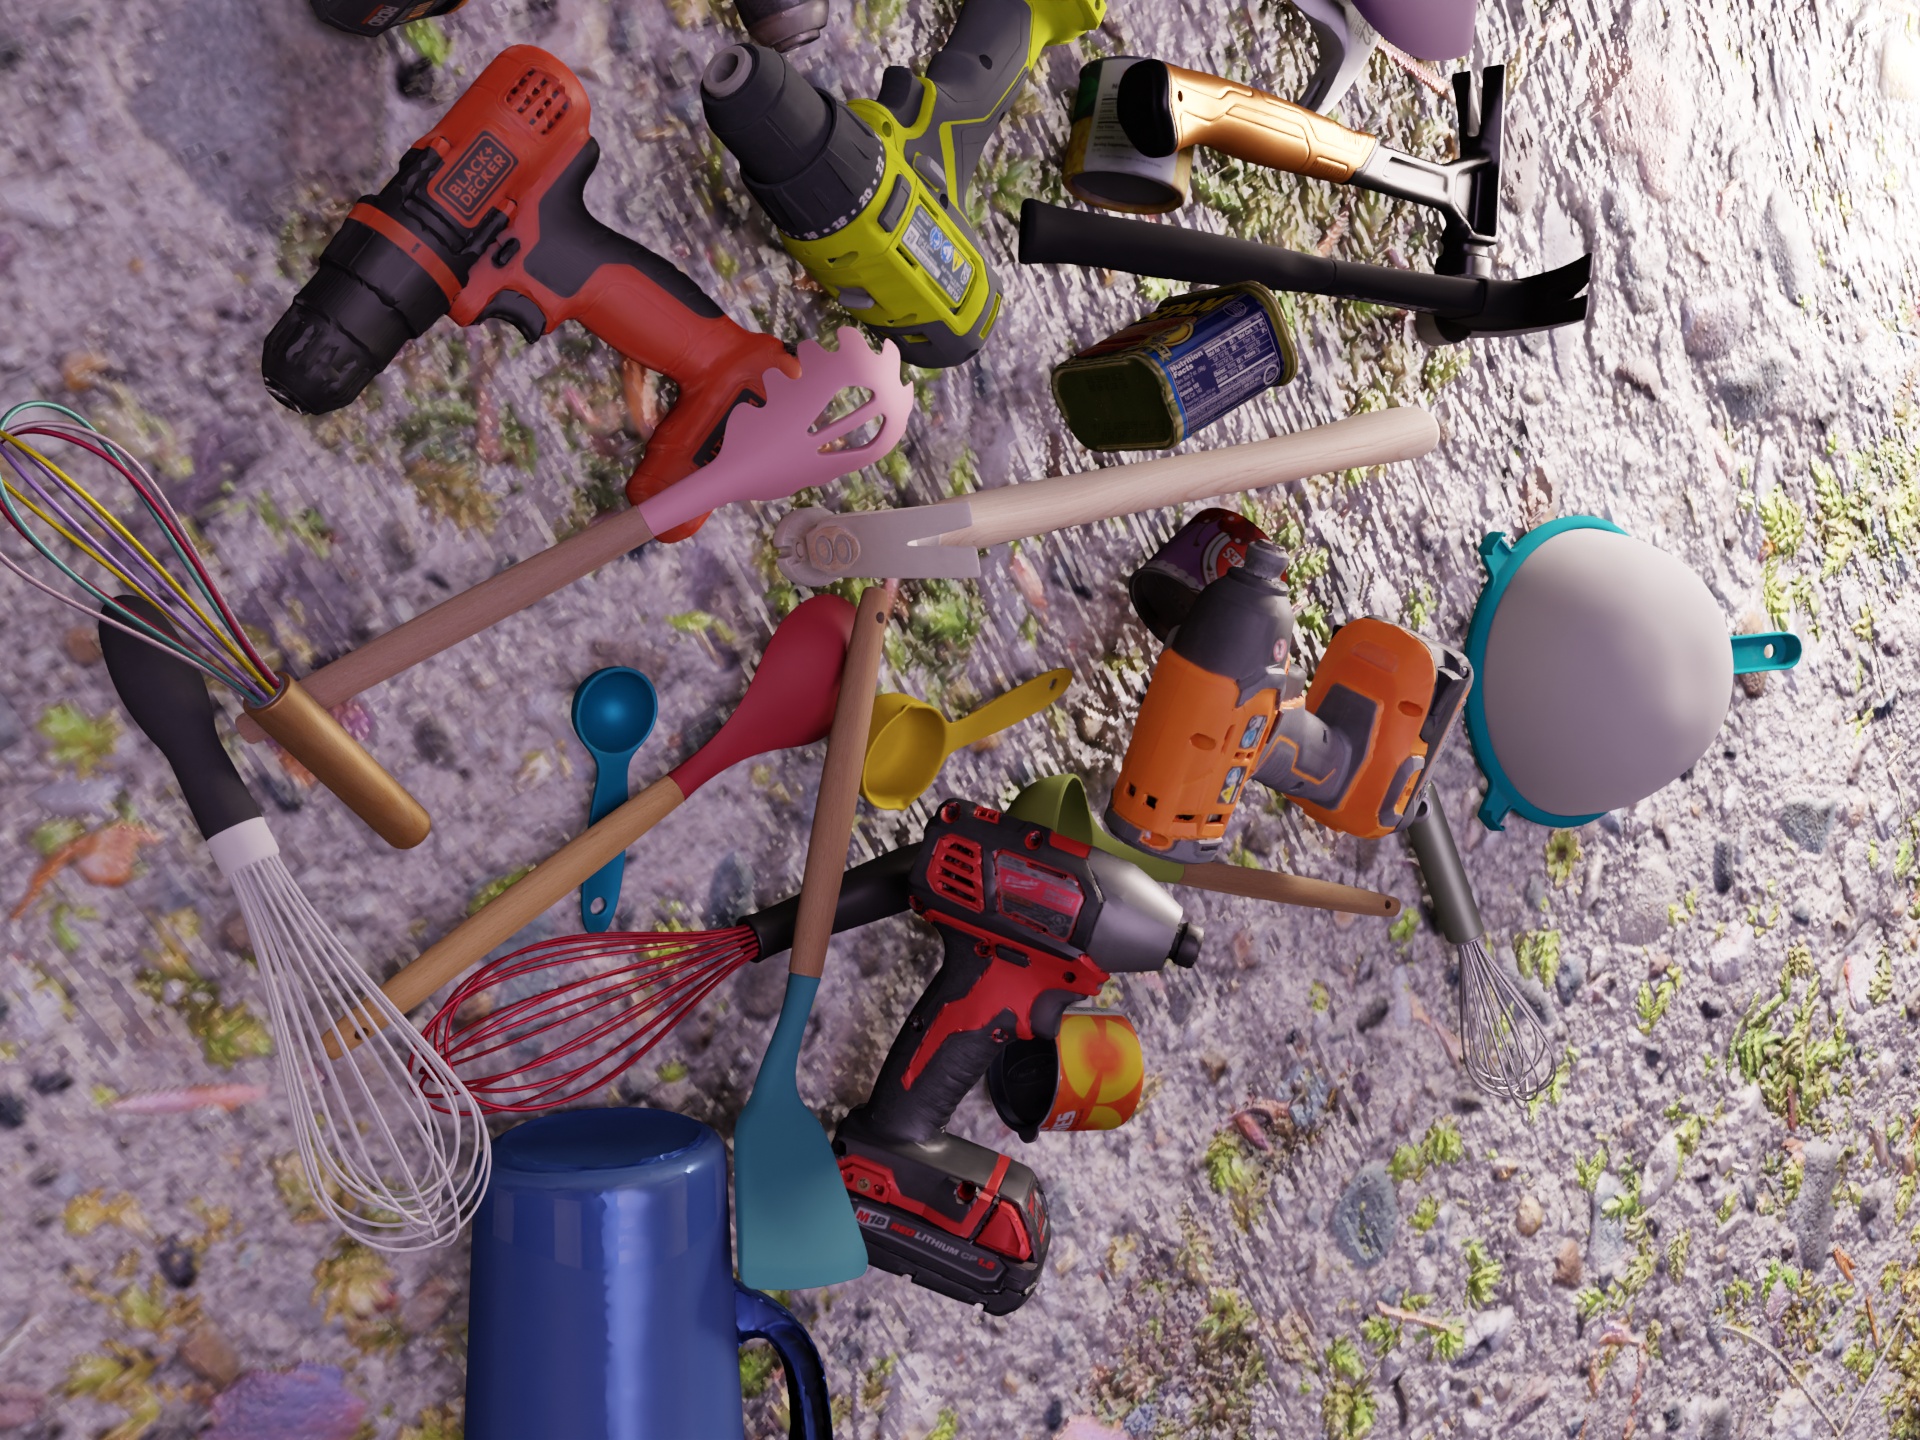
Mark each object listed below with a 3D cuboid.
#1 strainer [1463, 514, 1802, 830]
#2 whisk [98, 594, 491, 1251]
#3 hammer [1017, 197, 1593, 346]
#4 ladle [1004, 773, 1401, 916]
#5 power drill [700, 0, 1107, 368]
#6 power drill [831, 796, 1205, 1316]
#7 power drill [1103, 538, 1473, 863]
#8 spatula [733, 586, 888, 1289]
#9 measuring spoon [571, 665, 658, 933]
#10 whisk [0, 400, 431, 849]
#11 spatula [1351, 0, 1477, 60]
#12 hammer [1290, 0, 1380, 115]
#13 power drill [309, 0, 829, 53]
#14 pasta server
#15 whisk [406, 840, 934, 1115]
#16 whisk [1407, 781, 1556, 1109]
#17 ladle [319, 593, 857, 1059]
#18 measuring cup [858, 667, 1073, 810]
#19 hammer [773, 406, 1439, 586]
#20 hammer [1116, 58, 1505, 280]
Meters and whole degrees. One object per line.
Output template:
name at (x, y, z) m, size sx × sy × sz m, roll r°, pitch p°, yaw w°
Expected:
strainer at (0.490, -0.035, 1.071) m, size 0.340 × 0.095 × 0.211 m, roll -6°, pitch 97°, yaw -29°
whisk at (-0.266, 0.079, 0.621) m, size 0.070 × 0.070 × 0.284 m, roll -27°, pitch 89°, yaw -26°
hammer at (0.183, -0.243, 0.860) m, size 0.334 × 0.146 × 0.035 m, roll 2°, pitch 96°, yaw -23°
ladle at (0.150, 0.089, 0.903) m, size 0.320 × 0.062 × 0.078 m, roll 12°, pitch 80°, yaw -34°
power drill at (-0.019, -0.301, 0.722) m, size 0.190 × 0.080 × 0.228 m, roll 35°, pitch 74°, yaw -54°
power drill at (0.022, 0.160, 0.769) m, size 0.143 × 0.078 × 0.219 m, roll 19°, pitch 95°, yaw 7°
power drill at (0.182, -0.010, 0.848) m, size 0.226 × 0.084 × 0.164 m, roll 1°, pitch 114°, yaw -46°
spatula at (-0.058, 0.093, 0.732) m, size 0.082 × 0.044 × 0.317 m, roll 18°, pitch 79°, yaw -49°
measuring spoon at (-0.167, 0.036, 0.732) m, size 0.042 × 0.021 × 0.128 m, roll -3°, pitch 105°, yaw -43°
whisk at (-0.279, -0.026, 0.602) m, size 0.244 × 0.047 × 0.051 m, roll 61°, pitch 20°, yaw -47°
spatula at (0.168, -0.417, 0.844) m, size 0.315 × 0.018 × 0.060 m, roll 6°, pitch 91°, yaw -32°
hammer at (0.076, -0.459, 0.817) m, size 0.405 × 0.035 × 0.144 m, roll 25°, pitch 81°, yaw -30°
power drill at (-0.164, -0.353, 0.661) m, size 0.226 × 0.084 × 0.185 m, roll -33°, pitch 112°, yaw -29°
pasta server at (-0.158, -0.073, 0.669) m, size 0.316 × 0.040 × 0.060 m, roll -29°, pitch 119°, yaw -4°
whisk at (-0.116, 0.110, 0.745) m, size 0.296 × 0.073 × 0.073 m, roll -19°, pitch 104°, yaw -35°
whisk at (0.328, 0.144, 1.024) m, size 0.246 × 0.058 × 0.059 m, roll 67°, pitch 29°, yaw -15°
ladle at (-0.150, 0.044, 0.717) m, size 0.315 × 0.031 × 0.069 m, roll -39°, pitch 129°, yaw -25°
measuring cup at (-0.001, -0.003, 0.822) m, size 0.156 × 0.029 × 0.062 m, roll -25°, pitch 131°, yaw -40°
hammer at (0.114, -0.124, 0.822) m, size 0.410 × 0.146 × 0.038 m, roll -16°, pitch 103°, yaw -34°
hammer at (0.201, -0.316, 0.859) m, size 0.336 × 0.034 × 0.127 m, roll -8°, pitch 102°, yaw -44°
